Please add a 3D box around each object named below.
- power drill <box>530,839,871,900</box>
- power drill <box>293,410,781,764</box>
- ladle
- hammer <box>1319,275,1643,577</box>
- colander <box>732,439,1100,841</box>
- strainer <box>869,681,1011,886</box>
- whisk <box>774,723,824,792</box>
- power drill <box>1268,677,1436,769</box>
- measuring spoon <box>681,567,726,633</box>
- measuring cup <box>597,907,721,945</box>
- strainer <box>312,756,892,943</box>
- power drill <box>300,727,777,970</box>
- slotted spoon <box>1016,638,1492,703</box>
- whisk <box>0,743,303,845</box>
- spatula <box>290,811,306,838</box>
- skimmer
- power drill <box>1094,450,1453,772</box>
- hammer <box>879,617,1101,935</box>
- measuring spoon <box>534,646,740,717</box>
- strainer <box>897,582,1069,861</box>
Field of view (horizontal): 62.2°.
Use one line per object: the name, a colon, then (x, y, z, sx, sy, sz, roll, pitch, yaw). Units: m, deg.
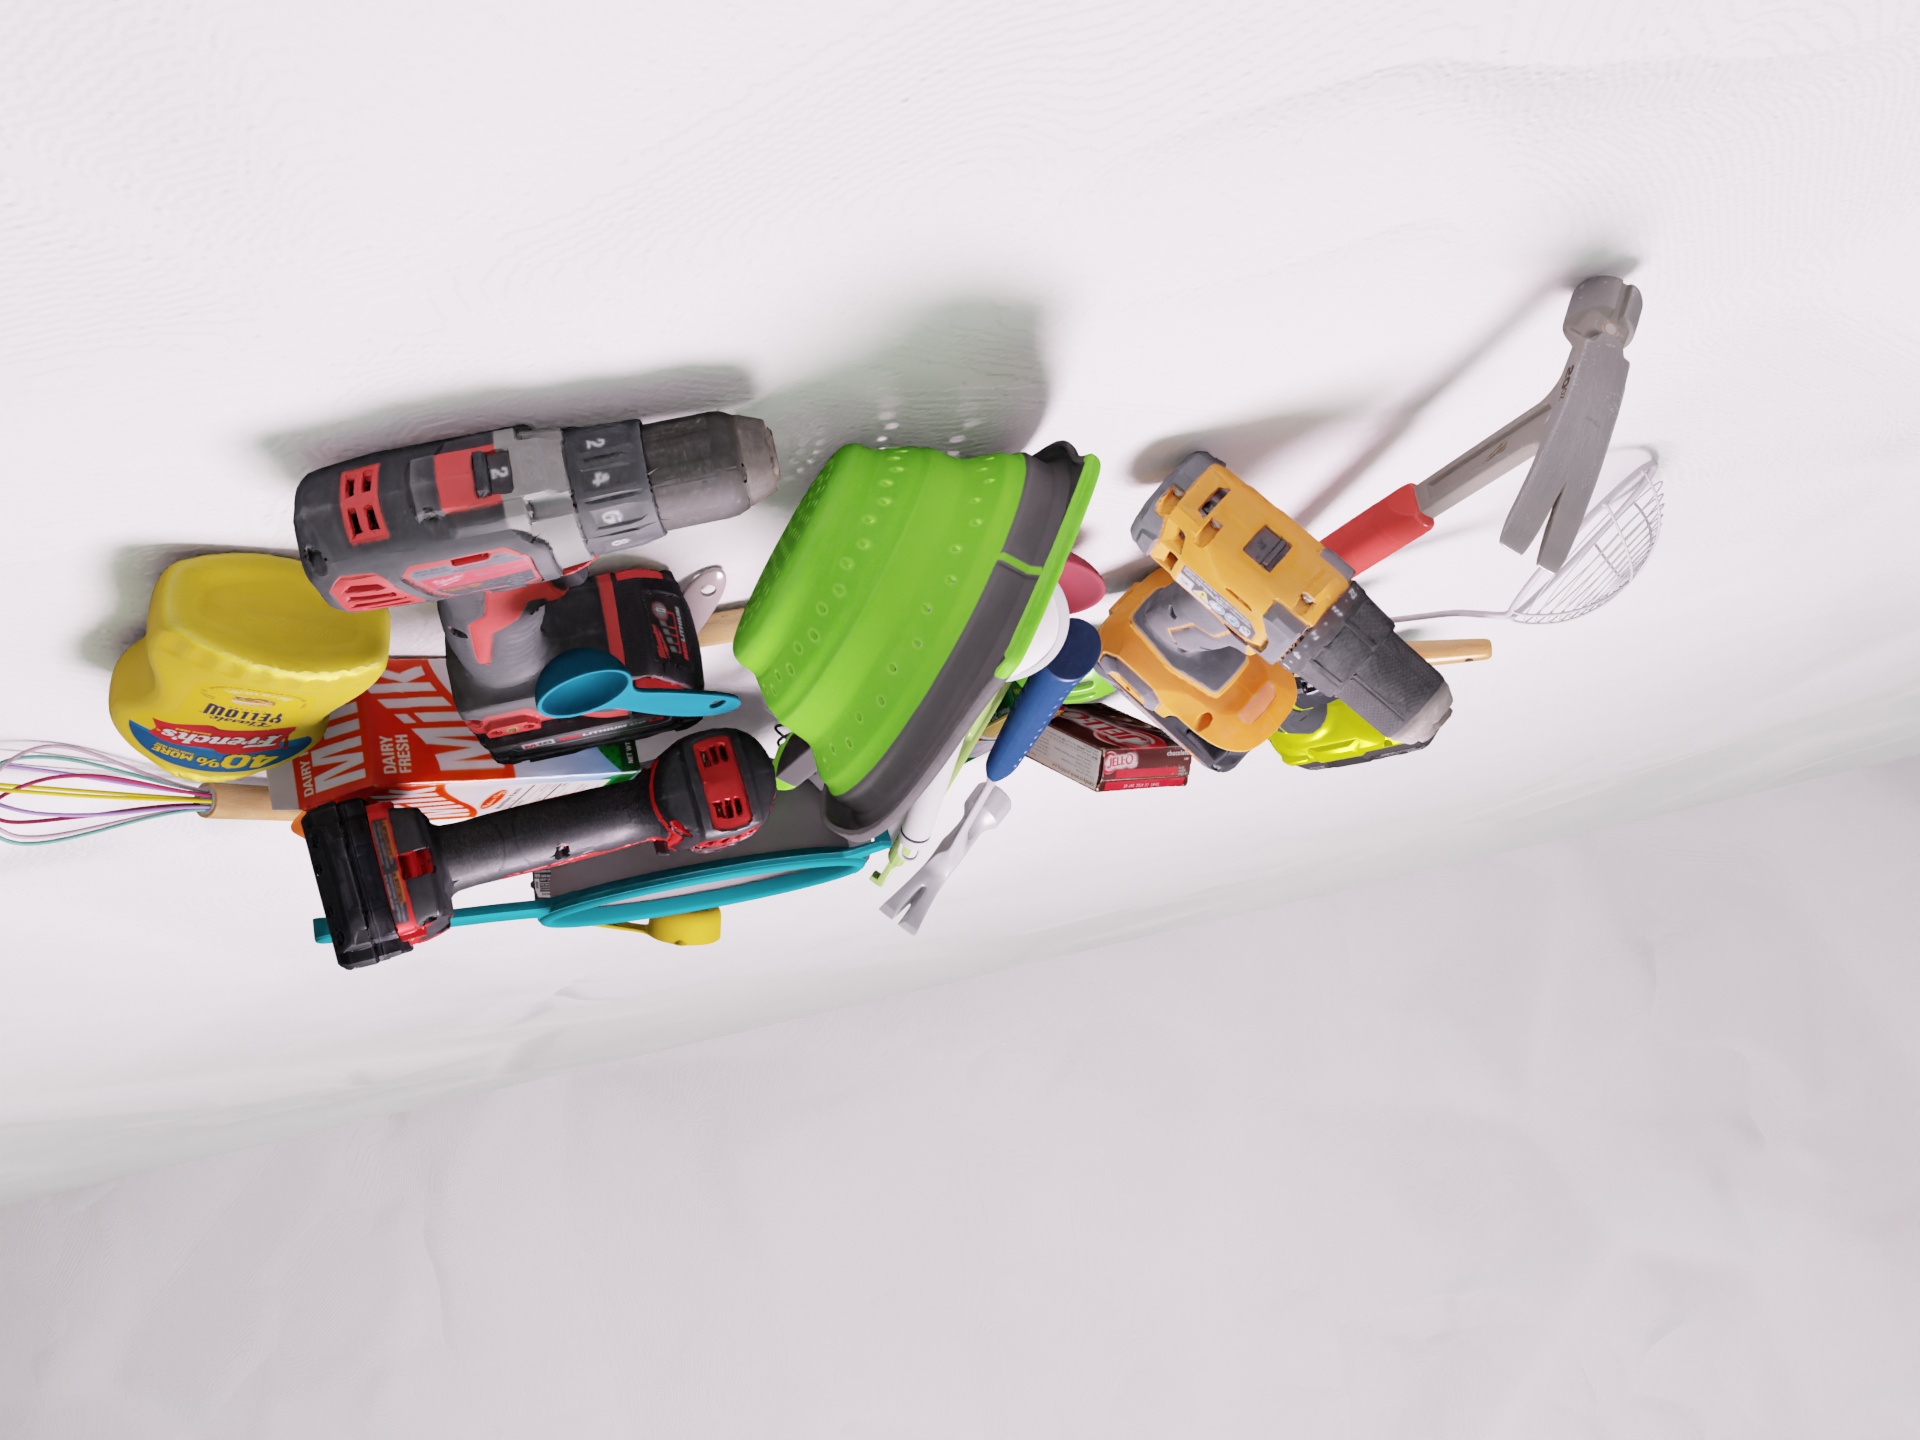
power drill: (-0.208, 0.099, 1.221, 0.228, 0.080, 0.190, -3, 177, -36)
power drill: (-0.166, -0.062, 0.709, 0.188, 0.080, 0.226, -12, 162, -5)
ladle: (-0.076, -0.059, 0.881, 0.315, 0.031, 0.069, -10, 154, -6)
hammer: (0.226, -0.096, 0.856, 0.036, 0.149, 0.359, 27, 161, -8)
colander: (-0.068, -0.036, 0.786, 0.094, 0.205, 0.397, 28, 157, -13)
strainer: (-0.018, -0.006, 1.002, 0.069, 0.151, 0.256, 30, 151, 2)
whisk: (-0.104, 0.023, 1.128, 0.055, 0.055, 0.239, -11, 169, -7)
power drill: (0.267, -0.020, 1.192, 0.171, 0.080, 0.223, -13, 165, 33)
measuring spoon: (-0.154, -0.037, 0.852, 0.034, 0.018, 0.124, 13, 137, -29)
measuring cup: (-0.262, 0.146, 1.231, 0.156, 0.029, 0.062, 9, -171, -6)
strainer: (-0.228, 0.075, 1.000, 0.340, 0.095, 0.211, -5, 169, -28)
power drill: (-0.208, 0.058, 0.812, 0.219, 0.078, 0.143, -15, 177, -16)
slotted spoon: (0.184, -0.036, 1.042, 0.314, 0.031, 0.070, -4, 159, 13)
whisk: (-0.452, 0.047, 0.917, 0.047, 0.051, 0.244, -26, 164, 22)
spatula: (-0.397, 0.083, 1.098, 0.081, 0.041, 0.322, -41, -179, -19)
skimmer: (0.270, -0.094, 1.045, 0.363, 0.090, 0.127, -7, 174, 19)
power drill: (0.165, -0.038, 0.881, 0.084, 0.185, 0.226, -47, 173, -14)
hammer: (0.023, 0.040, 1.092, 0.144, 0.035, 0.405, -51, 175, -24)
measuring spoon: (-0.144, -0.017, 0.723, 0.042, 0.021, 0.128, -32, 163, 24)
strainer: (-0.001, -0.003, 0.901, 0.087, 0.050, 0.258, 16, 132, -3)
